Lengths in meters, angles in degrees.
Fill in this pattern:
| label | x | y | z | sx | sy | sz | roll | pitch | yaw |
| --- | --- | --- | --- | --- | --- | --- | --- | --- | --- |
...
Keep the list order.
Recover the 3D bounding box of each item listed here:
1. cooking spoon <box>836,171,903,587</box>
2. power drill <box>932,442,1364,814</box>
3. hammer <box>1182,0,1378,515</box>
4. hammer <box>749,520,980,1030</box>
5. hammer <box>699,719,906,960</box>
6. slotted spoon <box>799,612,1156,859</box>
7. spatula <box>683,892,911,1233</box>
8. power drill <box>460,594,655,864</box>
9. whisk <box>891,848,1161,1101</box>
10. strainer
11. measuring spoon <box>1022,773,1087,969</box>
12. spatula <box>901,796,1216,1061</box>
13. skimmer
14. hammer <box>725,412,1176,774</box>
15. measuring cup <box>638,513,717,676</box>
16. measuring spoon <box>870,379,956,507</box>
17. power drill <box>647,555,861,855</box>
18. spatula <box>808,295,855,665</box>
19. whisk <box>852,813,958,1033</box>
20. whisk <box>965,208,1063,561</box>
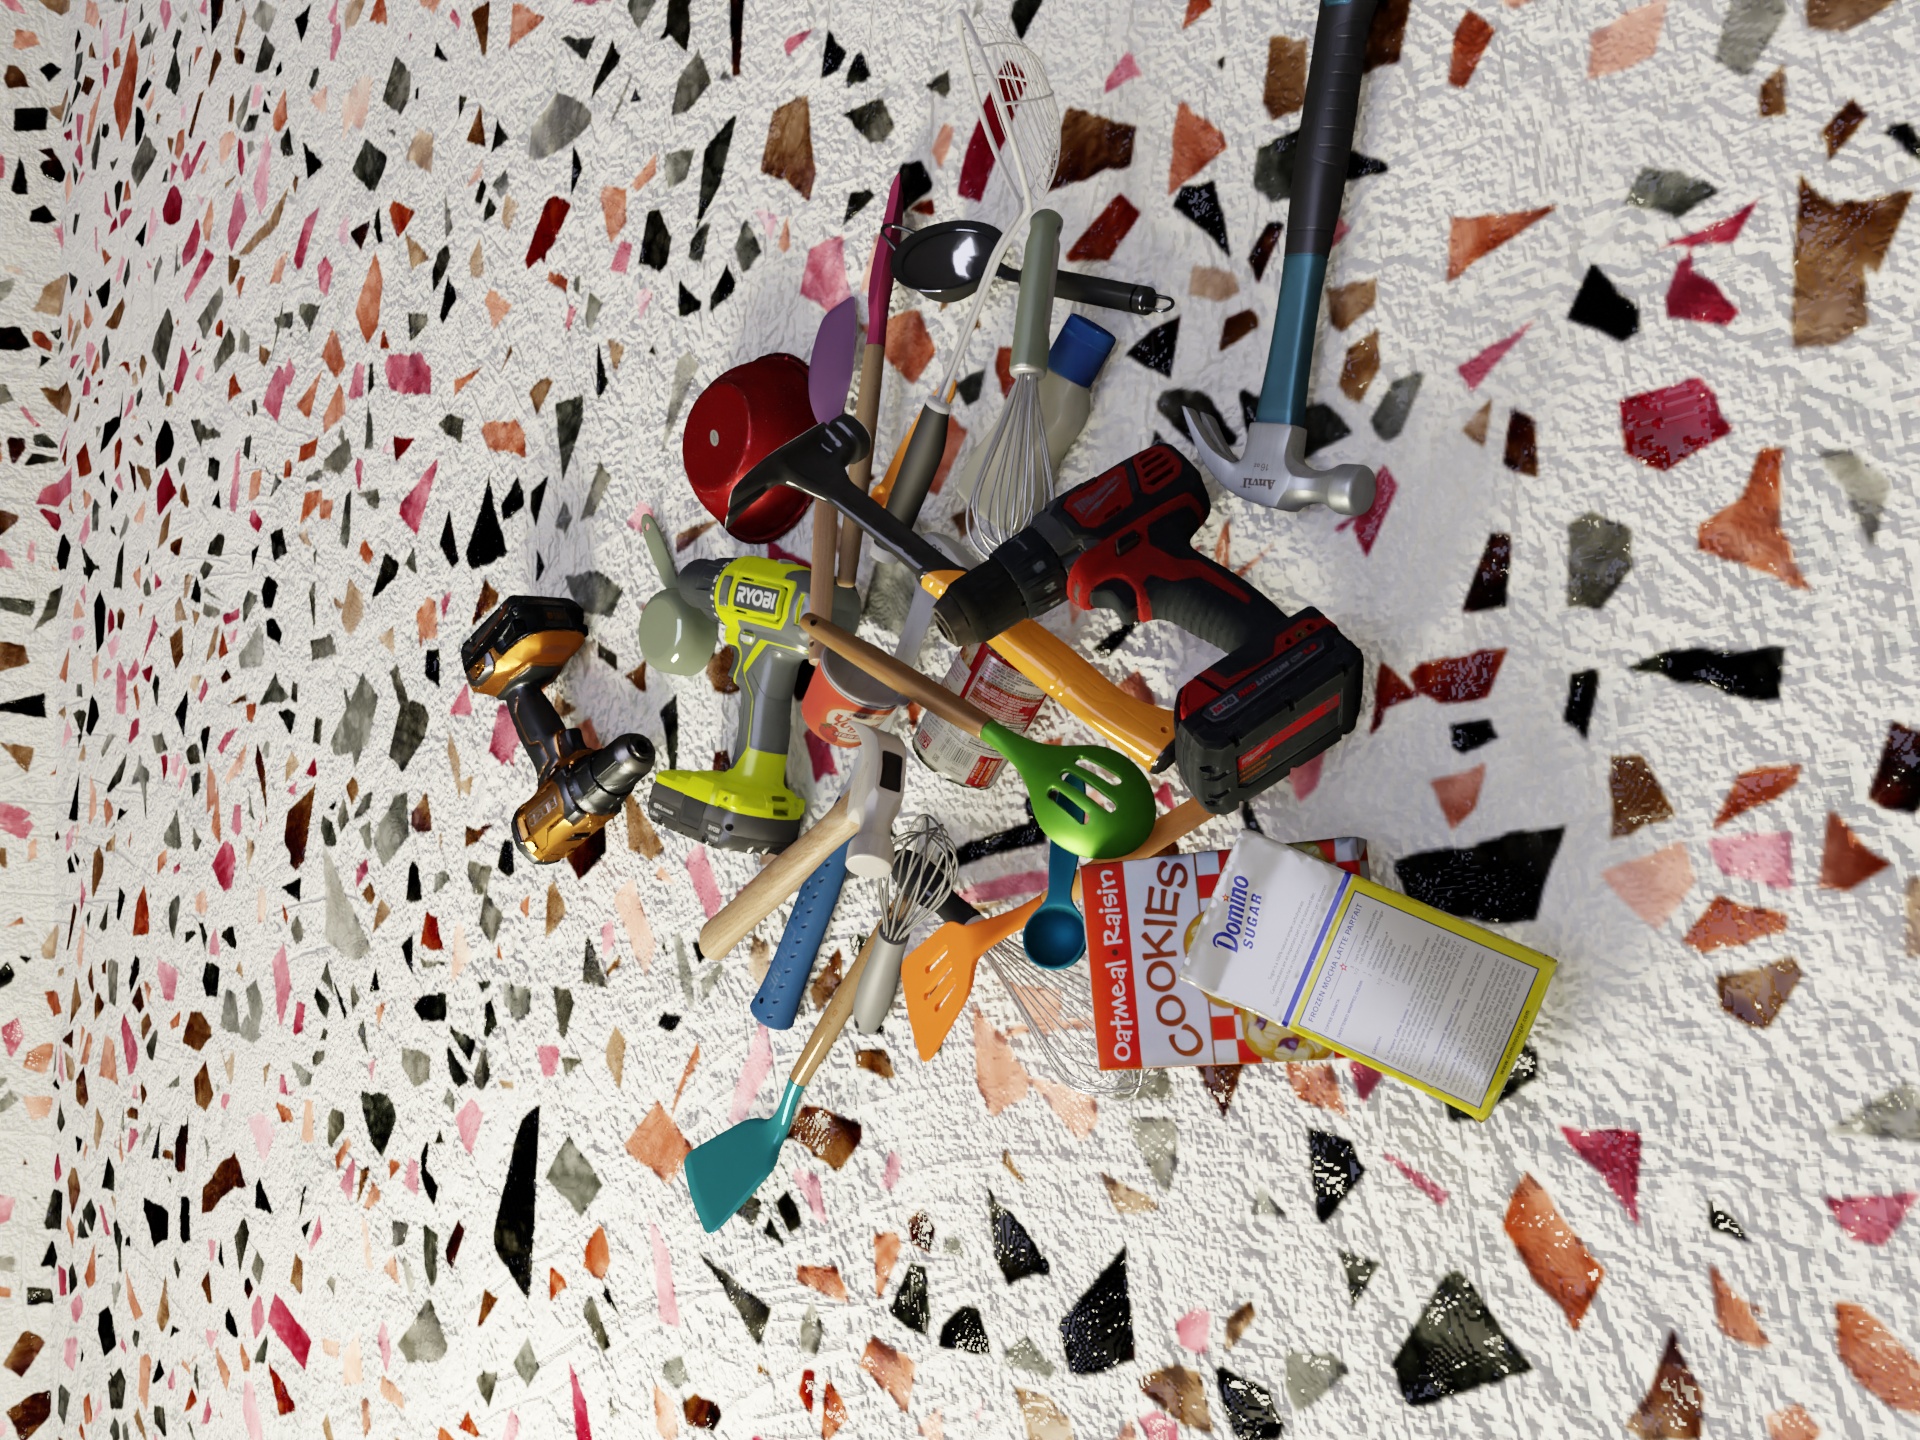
| label | x | y | z | sx | sy | sz | roll | pitch | yaw |
| --- | --- | --- | --- | --- | --- | --- | --- | --- | --- |
| cooking spoon | -0.067 | -0.258 | 1.202 | 0.069 | 0.017 | 0.319 | 166 | 112 | -75 |
| power drill | 0.108 | -0.052 | 0.947 | 0.188 | 0.080 | 0.227 | -32 | 57 | -8 |
| hammer | 0.211 | -0.291 | 0.953 | 0.128 | 0.033 | 0.331 | 12 | 94 | 43 |
| hammer | -0.075 | 0.054 | 1.197 | 0.144 | 0.035 | 0.405 | 34 | 110 | 40 |
| hammer | -0.121 | 0.104 | 1.158 | 0.331 | 0.031 | 0.130 | -42 | 33 | 50 |
| slotted spoon | -0.002 | -0.003 | 1.040 | 0.314 | 0.031 | 0.070 | 32 | 76 | 35 |
| spatula | -0.122 | 0.256 | 1.219 | 0.317 | 0.044 | 0.082 | -60 | 36 | 20 |
| power drill | -0.364 | -0.004 | 1.453 | 0.185 | 0.084 | 0.226 | -35 | 68 | 36 |
| whisk | 0.033 | 0.162 | 1.075 | 0.285 | 0.070 | 0.070 | 38 | 112 | 45 |
| strainer | 0.043 | -0.308 | 1.111 | 0.259 | 0.050 | 0.087 | 23 | 59 | 37 |
| measuring spoon | 0.067 | 0.094 | 0.990 | 0.042 | 0.021 | 0.129 | -1 | 67 | 25 |
| spatula | 0.079 | 0.107 | 1.009 | 0.322 | 0.041 | 0.081 | -34 | 46 | 19 |
| skimmer | -0.021 | -0.277 | 1.068 | 0.127 | 0.090 | 0.363 | -107 | 35 | -59 |
| hammer | 0.003 | -0.075 | 1.034 | 0.337 | 0.127 | 0.034 | 39 | 142 | 14 |
| measuring cup | -0.264 | -0.115 | 1.390 | 0.083 | 0.038 | 0.168 | -40 | 62 | 34 |
| measuring spoon | -0.034 | -0.207 | 1.199 | 0.117 | 0.011 | 0.021 | -55 | 52 | 21 |
| power drill | -0.178 | -0.020 | 1.276 | 0.191 | 0.080 | 0.228 | 16 | 95 | 43 |
| spatula | -0.103 | -0.186 | 1.216 | 0.060 | 0.018 | 0.316 | -23 | 57 | 43 |
| whisk | -0.044 | 0.151 | 1.111 | 0.055 | 0.055 | 0.238 | 55 | 145 | 32 |
| whisk | 0.044 | -0.221 | 1.045 | 0.059 | 0.057 | 0.246 | 6 | 81 | 9 |
